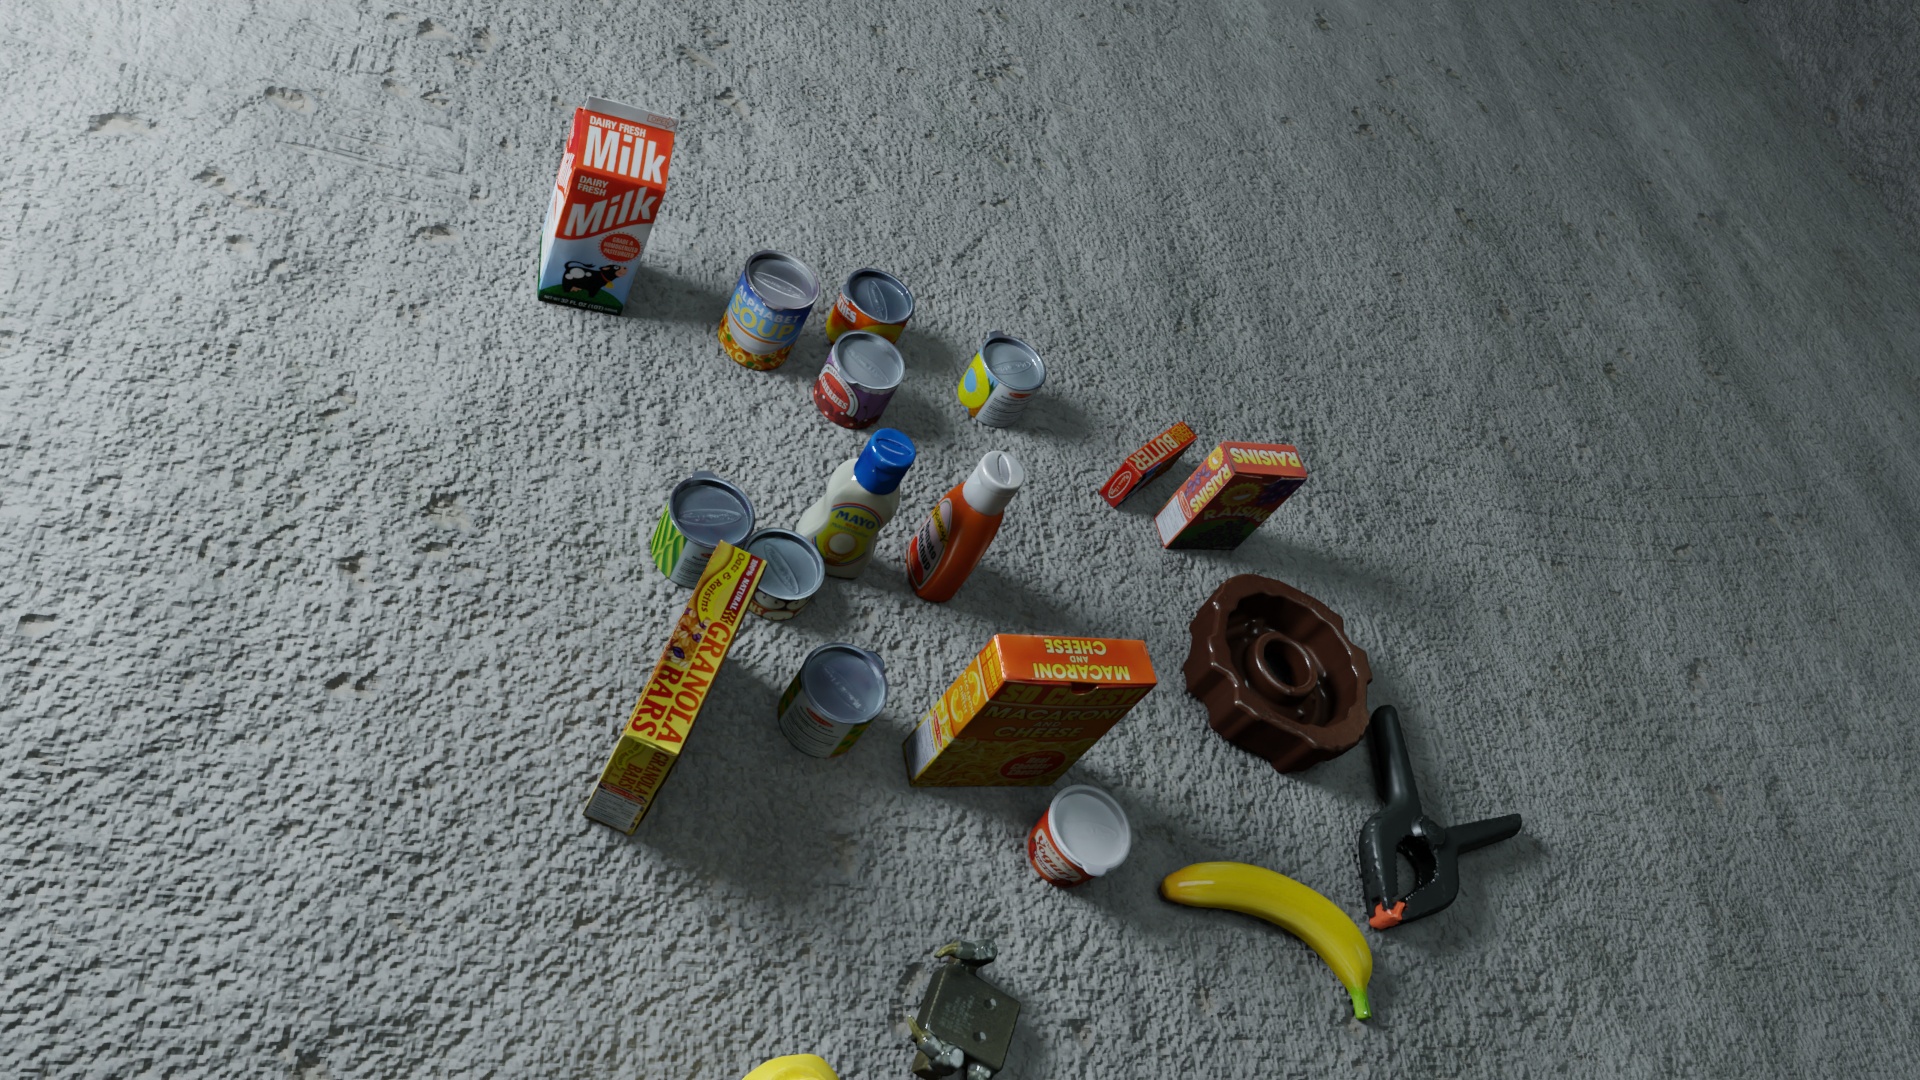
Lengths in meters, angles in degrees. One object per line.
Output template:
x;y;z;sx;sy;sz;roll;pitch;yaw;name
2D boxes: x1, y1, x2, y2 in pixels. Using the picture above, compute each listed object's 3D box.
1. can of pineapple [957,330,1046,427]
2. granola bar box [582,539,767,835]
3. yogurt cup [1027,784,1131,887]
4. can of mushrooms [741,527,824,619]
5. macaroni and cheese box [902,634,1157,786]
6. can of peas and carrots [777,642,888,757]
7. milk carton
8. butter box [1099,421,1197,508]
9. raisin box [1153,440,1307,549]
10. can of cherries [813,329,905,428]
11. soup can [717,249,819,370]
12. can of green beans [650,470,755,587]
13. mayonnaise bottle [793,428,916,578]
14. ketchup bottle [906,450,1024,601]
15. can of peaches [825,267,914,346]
0.037;-0.149;1.287;0.071;0.057;0.071;15;50;-19;can of pineapple
-0.189;0.098;0.929;0.039;0.123;0.166;27;48;-9;granola bar box
0.086;0.223;1.034;0.072;0.053;0.073;15;50;-19;yogurt cup
-0.143;0.026;1.070;0.071;0.033;0.071;15;50;-19;can of mushrooms
0.048;0.128;1.009;0.124;0.165;0.040;4;55;-26;macaroni and cheese box
-0.092;0.115;1.014;0.071;0.058;0.071;15;50;-19;can of peas and carrots
-0.284;-0.275;1.113;0.072;0.189;0.074;8;53;-24;milk carton
0.177;-0.072;1.310;0.024;0.052;0.104;48;48;10;butter box
0.246;-0.039;1.275;0.086;0.122;0.040;2;56;-28;raisin box
-0.091;-0.139;1.208;0.071;0.058;0.072;15;50;-19;can of cherries
-0.166;-0.195;1.191;0.071;0.083;0.072;15;50;-19;soup can
-0.195;-0.006;1.049;0.071;0.057;0.071;15;50;-19;can of green beans
-0.079;-0.028;1.069;0.065;0.147;0.041;20;49;-15;mayonnaise bottle
0.004;-0.014;1.104;0.043;0.148;0.065;7;53;-25;ketchup bottle
-0.085;-0.204;1.261;0.071;0.057;0.071;15;50;-19;can of peaches
